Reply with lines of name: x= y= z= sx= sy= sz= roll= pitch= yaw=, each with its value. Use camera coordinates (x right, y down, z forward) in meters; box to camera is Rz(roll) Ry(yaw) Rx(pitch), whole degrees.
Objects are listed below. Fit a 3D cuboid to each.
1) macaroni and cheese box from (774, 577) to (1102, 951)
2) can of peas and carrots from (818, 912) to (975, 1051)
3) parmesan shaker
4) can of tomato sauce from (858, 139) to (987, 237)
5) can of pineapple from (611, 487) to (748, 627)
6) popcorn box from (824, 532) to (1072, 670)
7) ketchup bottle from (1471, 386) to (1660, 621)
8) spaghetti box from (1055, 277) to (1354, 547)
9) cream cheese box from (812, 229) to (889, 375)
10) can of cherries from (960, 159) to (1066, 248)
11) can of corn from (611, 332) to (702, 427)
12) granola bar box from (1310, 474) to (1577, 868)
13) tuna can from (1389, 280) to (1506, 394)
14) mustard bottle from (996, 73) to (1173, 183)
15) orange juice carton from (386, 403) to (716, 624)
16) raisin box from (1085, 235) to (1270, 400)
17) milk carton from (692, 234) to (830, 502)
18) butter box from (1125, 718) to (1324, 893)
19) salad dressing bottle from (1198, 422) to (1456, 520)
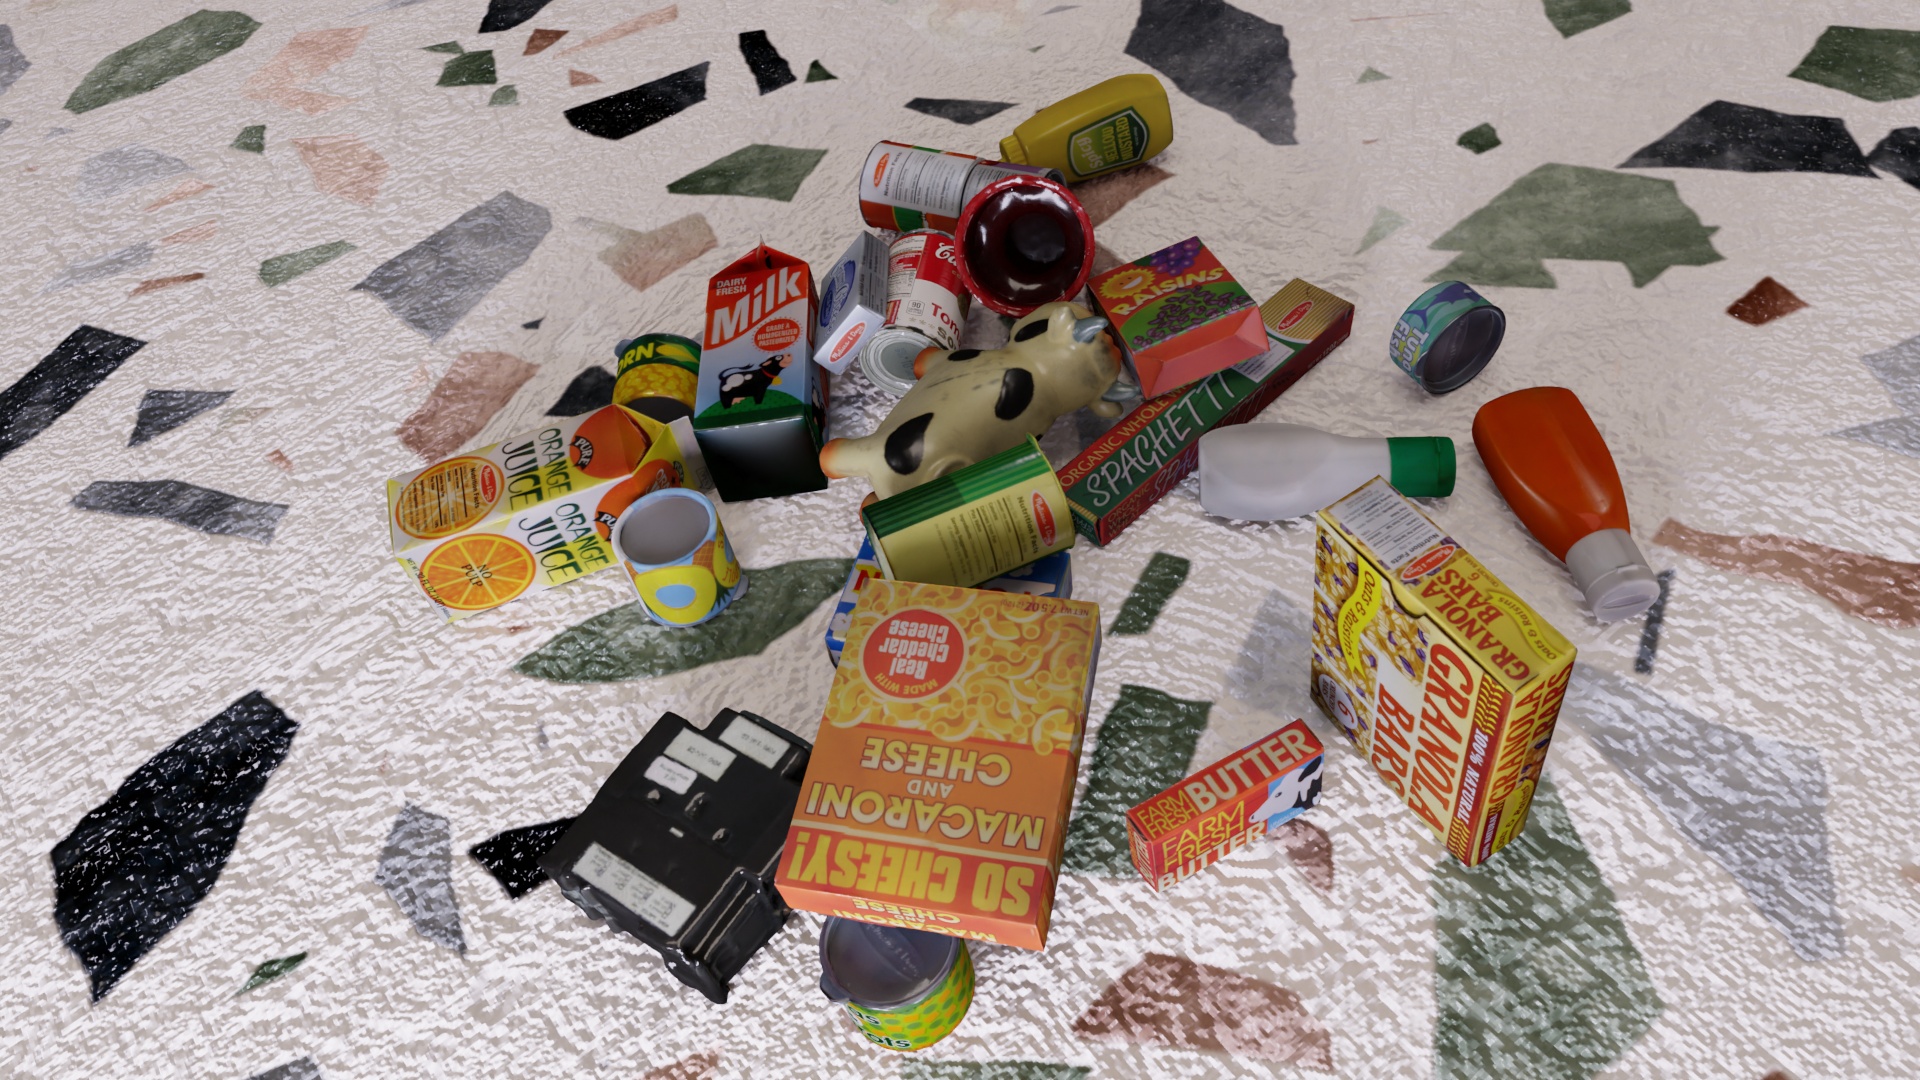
macaroni and cheese box: x=-0.005 y=0.102 z=0.667 sx=0.124 sy=0.040 sz=0.167 roll=6 pitch=56 yaw=13
can of peas and carrots: x=-0.031 y=0.203 z=0.661 sx=0.071 sy=0.058 sz=0.071 roll=-5 pitch=50 yaw=7
parmesan shaker: x=0.003 y=-0.010 z=0.775 sx=0.103 sy=0.071 sz=0.071 roll=-22 pitch=50 yaw=-9
can of tomato sauce: x=-0.024 y=-0.262 z=1.049 sx=0.083 sy=0.070 sz=0.071 roll=15 pitch=55 yaw=21
can of pineapple: x=-0.171 y=0.010 z=0.849 sx=0.071 sy=0.057 sz=0.071 roll=-5 pitch=49 yaw=6
popcorn box: x=-0.005 y=0.042 z=0.806 sx=0.127 sy=0.038 sz=0.085 roll=7 pitch=51 yaw=16
ketchup bottle: x=0.349 y=-0.023 z=0.794 sx=0.065 sy=0.043 sz=0.149 roll=-11 pitch=49 yaw=2
spaghetti box: x=0.155 y=-0.086 z=0.891 sx=0.251 sy=0.028 sz=0.050 roll=-39 pitch=54 yaw=-22
cream cheese box: x=-0.072 y=-0.160 z=0.928 sx=0.053 sy=0.024 sz=0.104 roll=-44 pitch=28 yaw=29
can of cherries: x=0.040 y=-0.242 z=1.022 sx=0.058 sy=0.071 sz=0.072 roll=13 pitch=54 yaw=22
can of corn: x=-0.203 y=-0.098 z=0.938 sx=0.071 sy=0.070 sz=0.058 roll=-7 pitch=50 yaw=4
granola bar box: x=0.221 y=0.066 z=0.662 sx=0.039 sy=0.164 sz=0.124 roll=-30 pitch=51 yaw=-11
tuna can: x=0.304 y=-0.127 z=0.874 sx=0.071 sy=0.070 sz=0.033 roll=-26 pitch=50 yaw=-12
mustard bottle: x=0.083 y=-0.306 z=1.070 sx=0.160 sy=0.065 sz=0.049 roll=-21 pitch=44 yaw=0
orange juice carton: x=-0.255 y=-0.024 z=0.884 sx=0.193 sy=0.071 sz=0.073 roll=-20 pitch=50 yaw=-6
raisin box: x=0.140 y=-0.149 z=0.914 sx=0.086 sy=0.040 sz=0.124 roll=-22 pitch=34 yaw=3
milk carton: x=-0.131 y=-0.123 z=0.944 sx=0.073 sy=0.072 sz=0.191 roll=-7 pitch=49 yaw=5
butter box: x=0.133 y=0.133 z=0.694 sx=0.104 sy=0.052 sz=0.024 roll=-26 pitch=49 yaw=-11
salad dressing bottle: x=0.218 y=-0.043 z=0.835 sx=0.148 sy=0.043 sz=0.064 roll=-1 pitch=50 yaw=8
